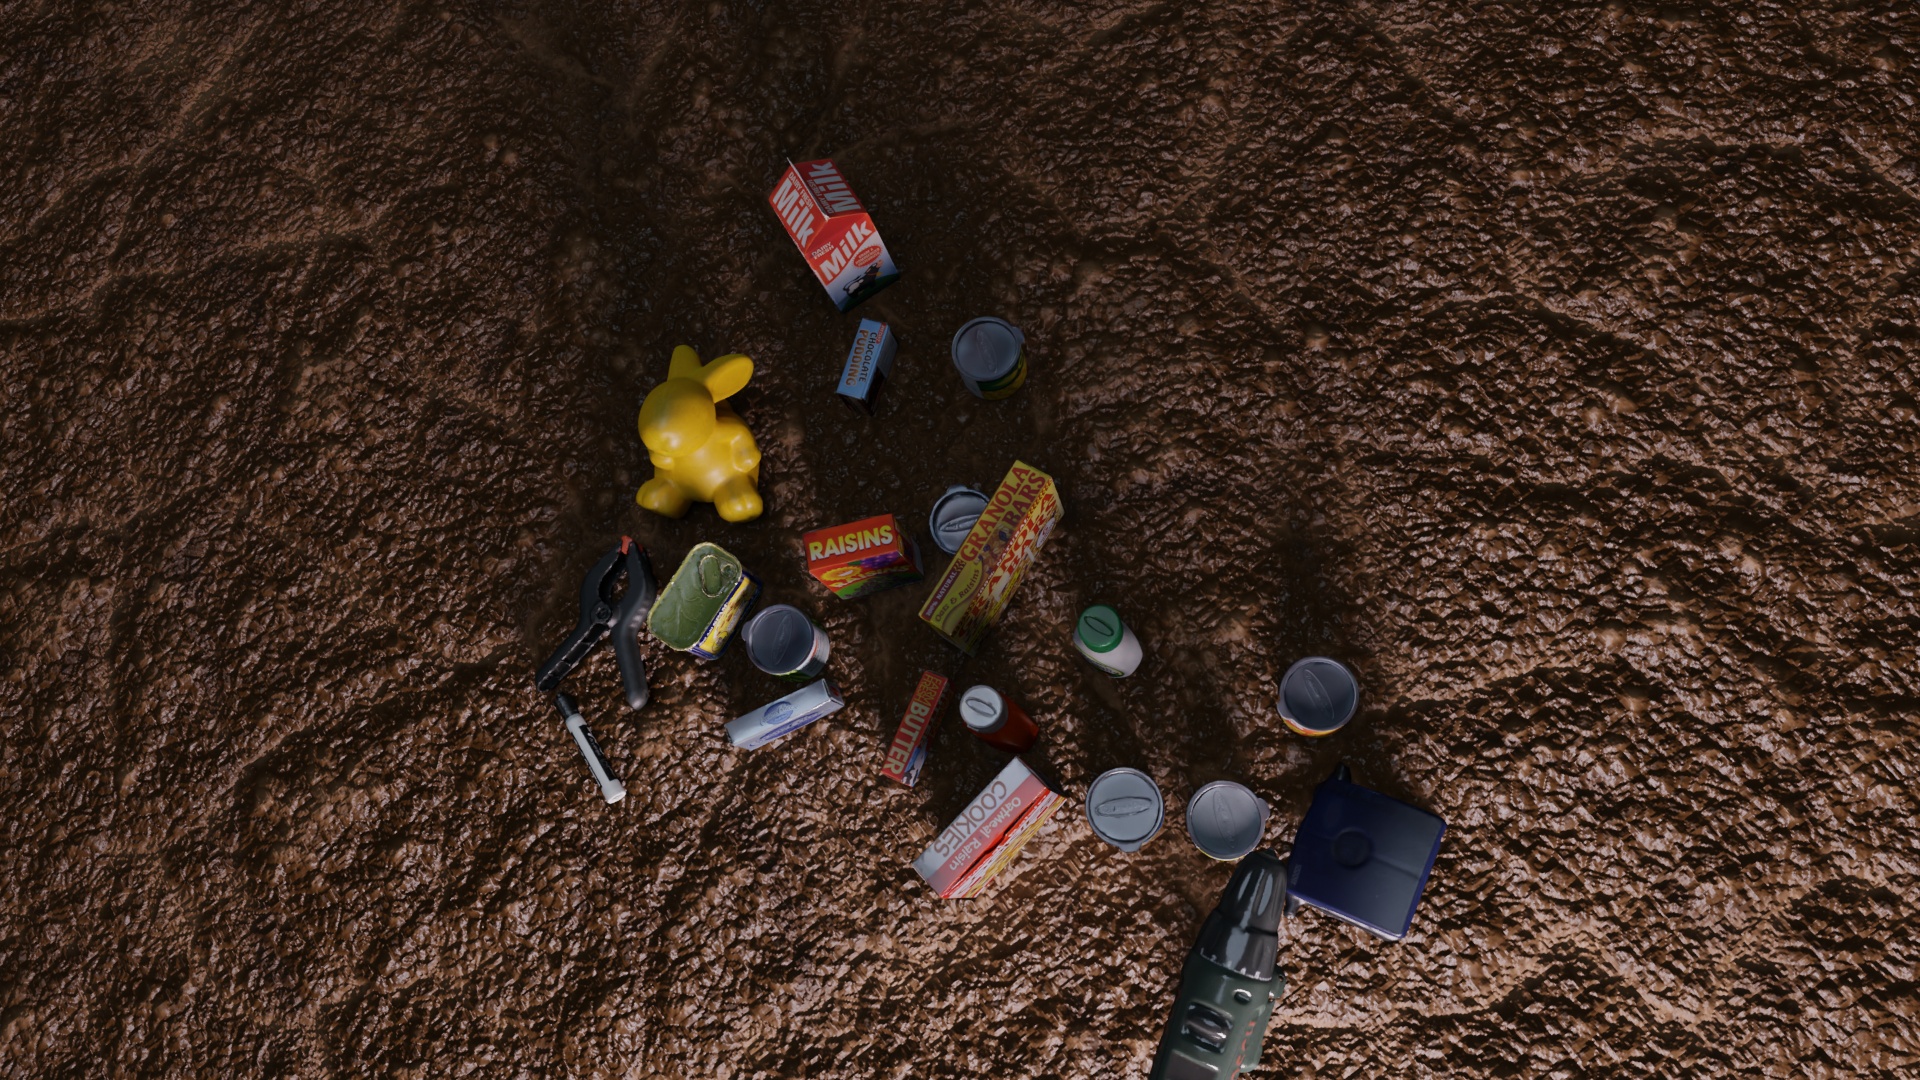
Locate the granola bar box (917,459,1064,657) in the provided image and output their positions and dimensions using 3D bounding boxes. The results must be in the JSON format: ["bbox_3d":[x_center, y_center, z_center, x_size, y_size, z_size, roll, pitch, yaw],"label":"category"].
[{"bbox_3d":[0.030,0.018,1.264,0.039,0.124,0.166,30,83,16],"label":"granola bar box"}]

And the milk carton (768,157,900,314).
[{"bbox_3d":[-0.124,-0.298,1.339,0.073,0.190,0.072,-33,73,1],"label":"milk carton"}]

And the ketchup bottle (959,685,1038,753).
[{"bbox_3d":[0.029,0.155,1.215,0.065,0.148,0.043,23,81,15],"label":"ketchup bottle"}]

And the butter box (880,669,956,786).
[{"bbox_3d":[-0.038,0.172,1.273,0.024,0.053,0.103,22,80,15],"label":"butter box"}]

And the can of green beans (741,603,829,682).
[{"bbox_3d":[-0.162,0.097,1.311,0.071,0.057,0.071,-2,75,9],"label":"can of green beans"}]

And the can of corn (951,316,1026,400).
[{"bbox_3d":[0.031,-0.177,1.349,0.071,0.058,0.071,-2,75,9],"label":"can of corn"}]

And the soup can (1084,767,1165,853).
[{"bbox_3d":[0.145,0.236,1.208,0.071,0.083,0.071,-2,76,9],"label":"soup can"}]

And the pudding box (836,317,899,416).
[{"bbox_3d":[-0.091,-0.172,1.374,0.030,0.049,0.084,15,79,13],"label":"pudding box"}]

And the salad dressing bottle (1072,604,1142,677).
[{"bbox_3d":[0.126,0.087,1.217,0.064,0.147,0.044,32,84,16],"label":"salad dressing bottle"}]

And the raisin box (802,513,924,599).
[{"bbox_3d":[-0.087,0.015,1.285,0.086,0.123,0.040,-13,74,7],"label":"raisin box"}]

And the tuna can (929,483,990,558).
[{"bbox_3d":[0.005,-0.017,1.325,0.071,0.032,0.071,-2,75,9],"label":"tuna can"}]

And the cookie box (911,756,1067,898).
[{"bbox_3d":[0.029,0.247,1.181,0.040,0.167,0.123,43,86,17],"label":"cookie box"}]

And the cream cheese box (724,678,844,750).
[{"bbox_3d":[-0.163,0.163,1.297,0.104,0.053,0.024,-25,73,3],"label":"cream cheese box"}]

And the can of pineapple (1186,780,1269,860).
[{"bbox_3d":[0.231,0.244,1.204,0.071,0.057,0.071,-2,75,9],"label":"can of pineapple"}]

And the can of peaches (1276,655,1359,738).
[{"bbox_3d":[0.310,0.139,1.218,0.071,0.058,0.071,-2,75,9],"label":"can of peaches"}]
